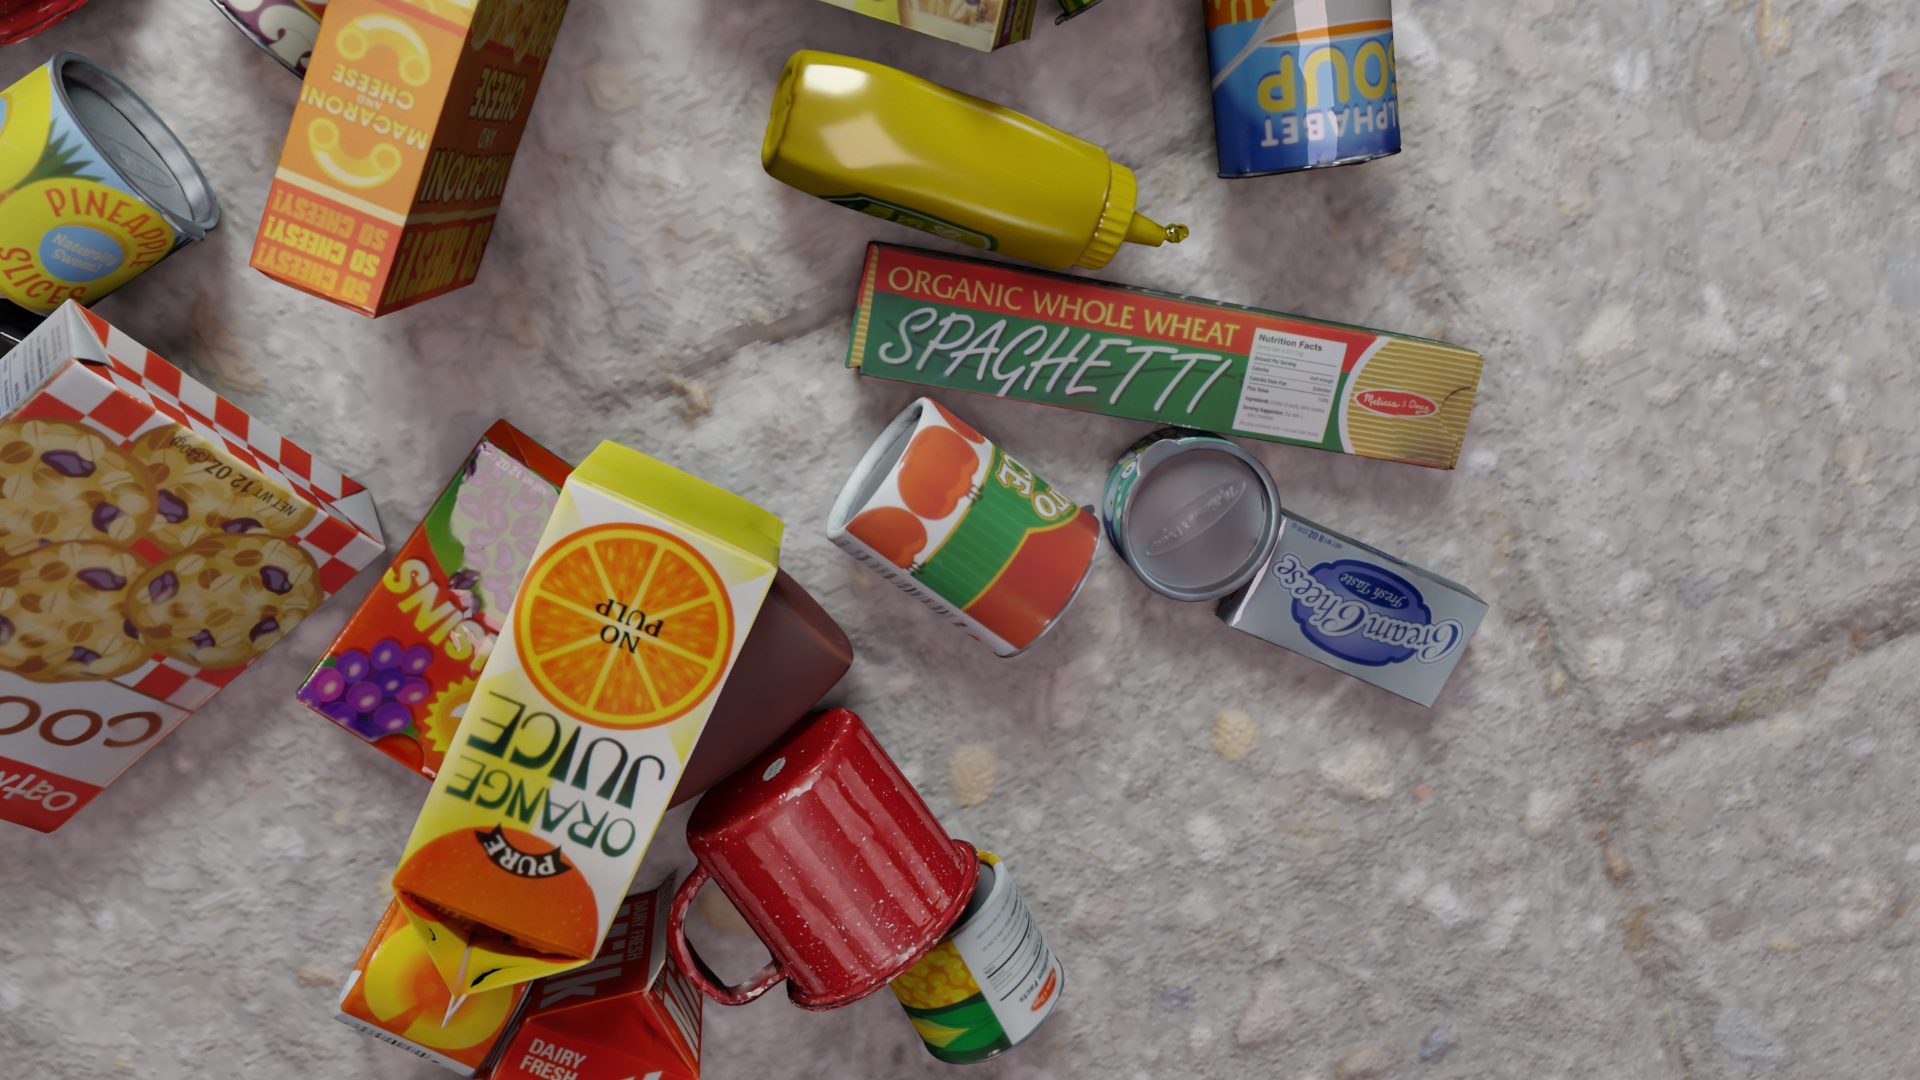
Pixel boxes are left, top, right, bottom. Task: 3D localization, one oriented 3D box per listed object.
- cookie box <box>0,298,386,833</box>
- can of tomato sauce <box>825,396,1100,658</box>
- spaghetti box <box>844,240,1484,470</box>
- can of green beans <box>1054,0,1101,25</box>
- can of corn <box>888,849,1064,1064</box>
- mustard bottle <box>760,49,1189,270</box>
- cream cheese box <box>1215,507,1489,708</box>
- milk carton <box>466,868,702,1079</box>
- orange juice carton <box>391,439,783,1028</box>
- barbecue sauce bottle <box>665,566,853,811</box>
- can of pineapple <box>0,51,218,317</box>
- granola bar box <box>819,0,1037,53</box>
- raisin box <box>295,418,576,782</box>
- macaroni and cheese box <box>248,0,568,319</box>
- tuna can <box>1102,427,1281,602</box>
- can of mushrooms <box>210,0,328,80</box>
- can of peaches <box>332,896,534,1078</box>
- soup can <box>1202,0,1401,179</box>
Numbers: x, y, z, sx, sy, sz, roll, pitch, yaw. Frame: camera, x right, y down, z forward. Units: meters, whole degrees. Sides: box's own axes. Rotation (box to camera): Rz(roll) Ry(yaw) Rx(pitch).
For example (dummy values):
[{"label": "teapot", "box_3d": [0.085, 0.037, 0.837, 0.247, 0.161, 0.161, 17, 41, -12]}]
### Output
[{"label": "cookie box", "box_3d": [-0.305, 0.017, 0.469, 0.167, 0.040, 0.122, -40, 140, 3]}, {"label": "can of tomato sauce", "box_3d": [0.002, -0.007, 0.528, 0.083, 0.071, 0.071, 35, 98, -16]}, {"label": "spaghetti box", "box_3d": [0.081, -0.072, 0.542, 0.250, 0.029, 0.050, 8, 104, -11]}, {"label": "can of green beans", "box_3d": [0.049, -0.223, 0.476, 0.071, 0.071, 0.057, -35, 107, 2]}, {"label": "can of corn", "box_3d": [-0.001, 0.172, 0.579, 0.071, 0.071, 0.058, -27, 107, -1]}, {"label": "mustard bottle", "box_3d": [0.011, -0.129, 0.498, 0.160, 0.065, 0.048, 14, 97, -16]}, {"label": "cream cheese box", "box_3d": [0.165, 0.028, 0.586, 0.104, 0.024, 0.053, 22, 102, -14]}, {"label": "milk carton", "box_3d": [-0.160, 0.227, 0.564, 0.073, 0.072, 0.190, 26, 101, -15]}, {"label": "orange juice carton", "box_3d": [-0.133, 0.070, 0.480, 0.073, 0.072, 0.192, 24, 99, -10]}, {"label": "barbecue sauce bottle", "box_3d": [-0.114, 0.074, 0.544, 0.148, 0.044, 0.065, -43, 107, 5]}, {"label": "can of pineapple", "box_3d": [-0.289, -0.113, 0.450, 0.058, 0.071, 0.071, -33, 108, 2]}, {"label": "granola bar box", "box_3d": [-0.021, -0.251, 0.426, 0.124, 0.039, 0.164, 22, 119, 12]}, {"label": "raisin box", "box_3d": [-0.175, 0.029, 0.524, 0.086, 0.040, 0.123, 36, 98, -17]}, {"label": "macaroni and cheese box", "box_3d": [-0.157, -0.159, 0.430, 0.040, 0.124, 0.166, 21, 101, -11]}, {"label": "tuna can", "box_3d": [0.090, -0.013, 0.558, 0.071, 0.033, 0.071, -2, 106, -9]}, {"label": "can of mushrooms", "box_3d": [-0.216, -0.178, 0.444, 0.033, 0.071, 0.071, -43, 107, 4]}, {"label": "can of peaches", "box_3d": [-0.201, 0.164, 0.544, 0.058, 0.071, 0.071, 30, 99, -15]}, {"label": "soup can", "box_3d": [0.123, -0.177, 0.497, 0.071, 0.071, 0.083, -11, 107, -6]}]
